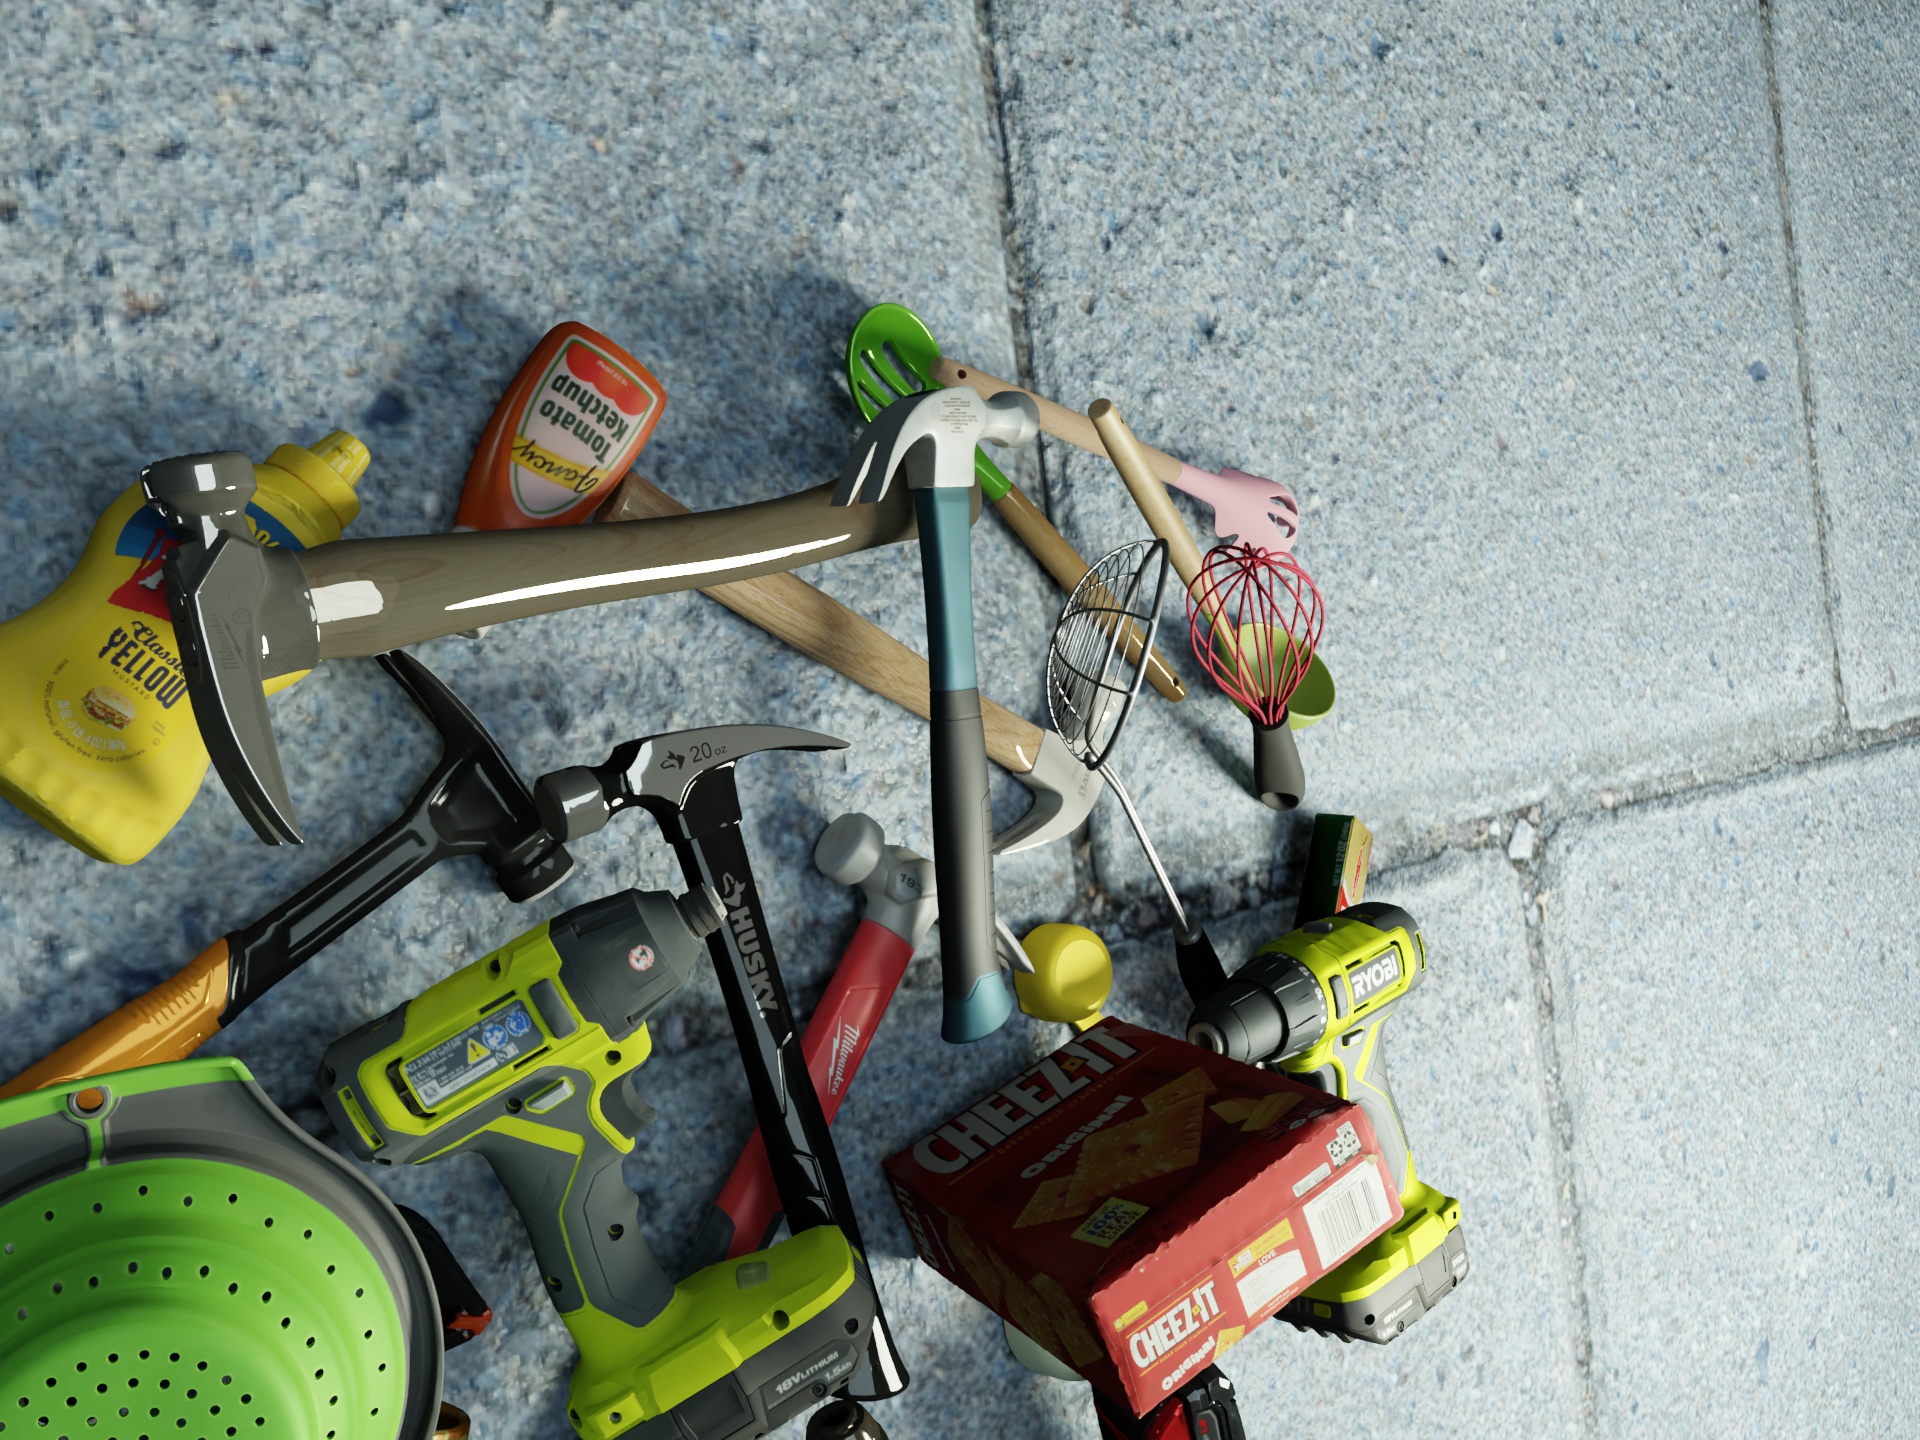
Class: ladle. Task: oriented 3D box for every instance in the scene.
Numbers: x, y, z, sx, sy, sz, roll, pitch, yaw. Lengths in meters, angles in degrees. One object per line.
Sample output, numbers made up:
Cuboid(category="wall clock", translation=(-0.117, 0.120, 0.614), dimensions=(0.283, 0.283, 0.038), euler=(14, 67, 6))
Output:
Cuboid(category="ladle", translation=(0.146, -0.086, 0.906), dimensions=(0.319, 0.062, 0.078), euler=(48, 22, -51))

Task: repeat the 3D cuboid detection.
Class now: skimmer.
Cuboid(category="skimmer", translation=(0.136, 0.068, 0.905), dimensions=(0.127, 0.090, 0.363), euler=(-79, 147, -56))

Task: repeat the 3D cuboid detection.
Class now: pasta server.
Cuboid(category="pasta server", translation=(0.102, -0.155, 0.947), dimensions=(0.316, 0.040, 0.060), euler=(15, 78, -38))

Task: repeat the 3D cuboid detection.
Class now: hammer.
Cuboid(category="hammer", translation=(-0.001, -0.003, 0.807), dimensions=(0.128, 0.033, 0.331), euler=(-9, 97, -47))
Cuboid(category="hammer", translation=(-0.137, -0.065, 0.715), dimensions=(0.410, 0.038, 0.146), euler=(-17, 99, -44))
Cuboid(category="hammer", translation=(-0.081, 0.162, 0.745), dimensions=(0.146, 0.035, 0.334), euler=(-20, 97, -34))
Cuboid(category="hammer", translation=(-0.313, 0.111, 0.622), dimensions=(0.337, 0.034, 0.127), euler=(-42, 112, -31))
Cuboid(category="hammer", translation=(-0.091, 0.244, 0.780), dimensions=(0.143, 0.038, 0.386), euler=(41, 64, -30))
Cuboid(category="hammer", translation=(-0.046, -0.030, 0.838), dimensions=(0.331, 0.031, 0.130), euler=(30, 69, -31))

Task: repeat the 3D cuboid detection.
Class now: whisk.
Cuboid(category="whisk", translation=(0.176, -0.013, 0.913), dimensions=(0.073, 0.073, 0.295), euler=(-67, 157, -20))

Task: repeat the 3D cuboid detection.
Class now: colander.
Cuboid(category="colander", translation=(-0.264, 0.322, 0.538), dimensions=(0.204, 0.094, 0.397), euler=(-11, 92, -23))

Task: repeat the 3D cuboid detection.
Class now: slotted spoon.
Cuboid(category="slotted spoon", translation=(0.038, -0.112, 0.912), dimensions=(0.313, 0.031, 0.070), euler=(45, 62, -28))

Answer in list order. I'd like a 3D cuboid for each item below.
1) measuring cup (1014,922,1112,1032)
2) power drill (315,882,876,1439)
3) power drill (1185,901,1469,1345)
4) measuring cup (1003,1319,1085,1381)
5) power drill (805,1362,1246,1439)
Cuboid(category="measuring cup", translation=(0.089, 0.182, 0.919), dimensions=(0.062, 0.029, 0.156), euler=(-45, 107, -31))
Cuboid(category="power drill", translation=(-0.135, 0.190, 0.667), dimensions=(0.171, 0.080, 0.223), euler=(-30, 98, -7))
Cuboid(category="power drill", translation=(0.214, 0.236, 0.930), dimensions=(0.190, 0.080, 0.228), euler=(-15, 96, -43))
Cuboid(category="measuring cup", translation=(0.081, 0.291, 0.906), dimensions=(0.083, 0.038, 0.168), euler=(34, 68, -31))
Cuboid(category="power drill", translation=(0.032, 0.393, 0.813), dimensions=(0.226, 0.080, 0.187), euler=(-21, 106, -22))
